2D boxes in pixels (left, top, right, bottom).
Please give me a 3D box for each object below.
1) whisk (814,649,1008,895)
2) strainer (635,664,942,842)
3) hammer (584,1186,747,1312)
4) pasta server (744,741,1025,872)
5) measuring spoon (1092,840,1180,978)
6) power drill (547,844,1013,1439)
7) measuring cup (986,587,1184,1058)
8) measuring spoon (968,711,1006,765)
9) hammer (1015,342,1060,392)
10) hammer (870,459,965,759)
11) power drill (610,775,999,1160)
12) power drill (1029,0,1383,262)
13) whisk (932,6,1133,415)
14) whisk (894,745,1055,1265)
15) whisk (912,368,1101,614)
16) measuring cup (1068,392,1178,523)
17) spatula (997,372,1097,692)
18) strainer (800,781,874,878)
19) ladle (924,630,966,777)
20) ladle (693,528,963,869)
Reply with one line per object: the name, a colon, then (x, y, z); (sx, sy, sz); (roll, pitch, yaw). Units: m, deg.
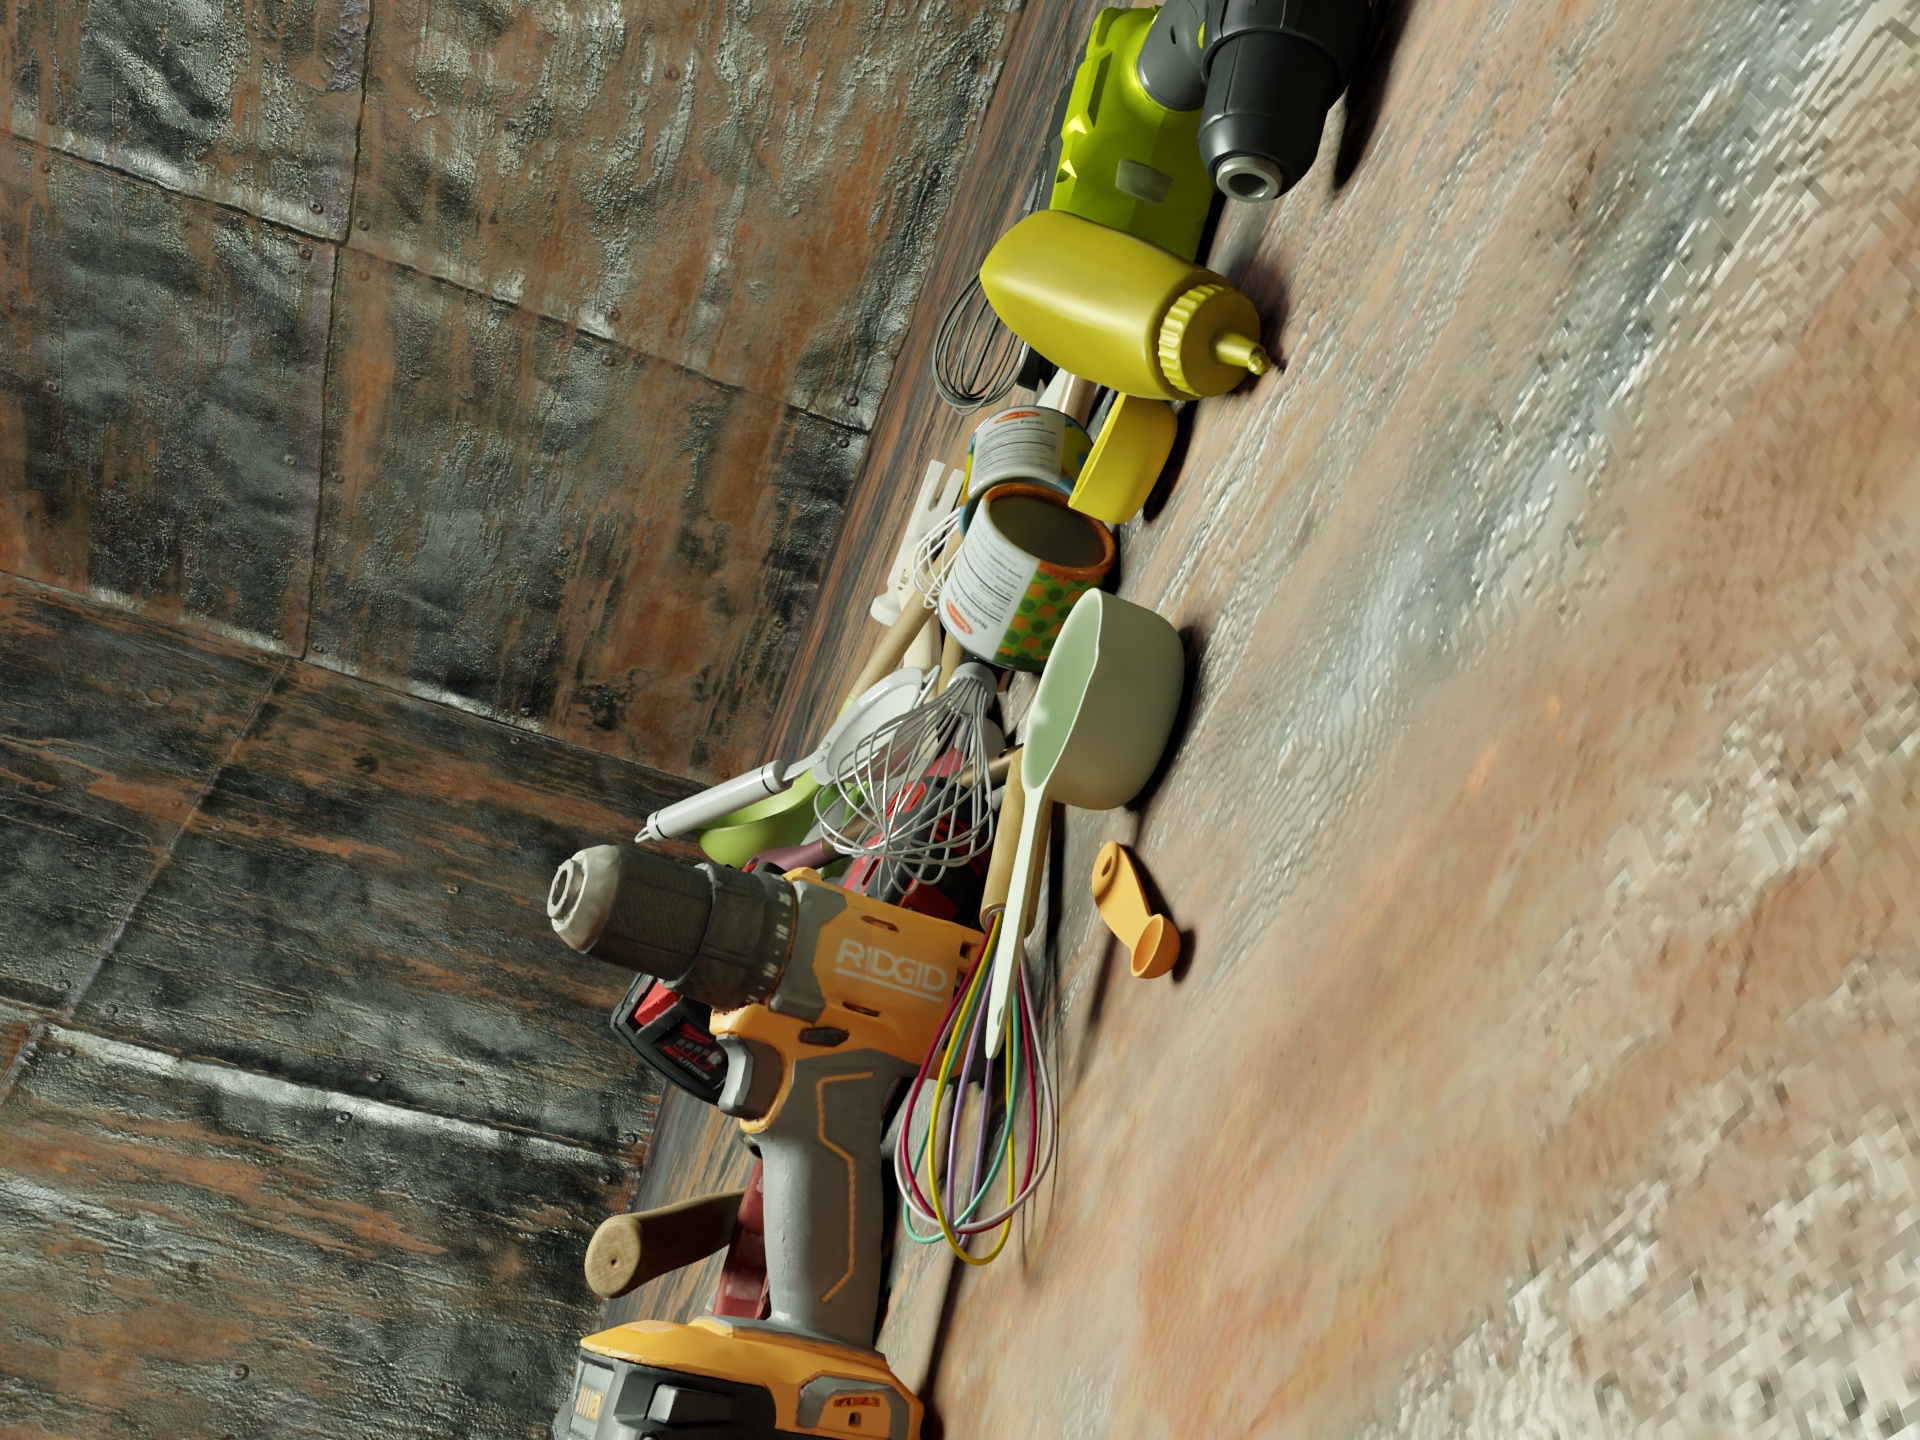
whisk: (0.000, -0.002, 0.711); (0.285, 0.070, 0.070); (-62, -6, -66)
strainer: (-0.099, 0.031, 0.930); (0.258, 0.050, 0.087); (-22, 31, 31)
hammer: (-0.133, 0.272, 0.854); (0.331, 0.031, 0.130); (61, -136, -76)
pasta server: (-0.048, 0.065, 0.846); (0.316, 0.040, 0.060); (-28, 33, 52)
measuring spoon: (0.056, 0.059, 0.512); (0.117, 0.011, 0.021); (-107, 42, -80)
power drill: (-0.080, 0.163, 0.579); (0.084, 0.185, 0.226); (-21, 52, 55)
measuring cup: (0.042, 0.037, 0.549); (0.083, 0.038, 0.168); (135, 149, -71)
measuring spoon: (0.016, 0.004, 0.847); (0.124, 0.018, 0.034); (-80, 3, -75)
hammer: (0.102, -0.313, 0.863); (0.334, 0.035, 0.146); (122, 163, -57)
hammer: (-0.027, -0.081, 1.183); (0.411, 0.038, 0.146); (-97, 28, -68)
power drill: (-0.083, 0.130, 0.759); (0.226, 0.080, 0.188); (-27, 28, 52)
power drill: (0.101, -0.260, 0.642); (0.228, 0.080, 0.191); (148, 138, -72)
whisk: (0.045, -0.284, 0.895); (0.055, 0.055, 0.239); (-112, 47, -76)
whisk: (0.015, 0.094, 0.595); (0.051, 0.047, 0.245); (-50, 16, 36)
whisk: (0.032, -0.138, 0.918); (0.058, 0.059, 0.246); (-54, 0, -40)
measuring cup: (0.082, -0.136, 0.703); (0.062, 0.029, 0.157); (-62, 2, 37)
spatula: (0.057, -0.164, 0.820); (0.018, 0.060, 0.316); (-44, -30, -73)
strainer: (-0.108, 0.131, 1.061); (0.256, 0.069, 0.152); (-33, 30, 57)
ladle: (-0.004, -0.013, 0.955); (0.316, 0.031, 0.069); (-84, 14, -58)
ladle: (-0.061, -0.040, 1.021); (0.320, 0.062, 0.078); (-57, 21, -8)
